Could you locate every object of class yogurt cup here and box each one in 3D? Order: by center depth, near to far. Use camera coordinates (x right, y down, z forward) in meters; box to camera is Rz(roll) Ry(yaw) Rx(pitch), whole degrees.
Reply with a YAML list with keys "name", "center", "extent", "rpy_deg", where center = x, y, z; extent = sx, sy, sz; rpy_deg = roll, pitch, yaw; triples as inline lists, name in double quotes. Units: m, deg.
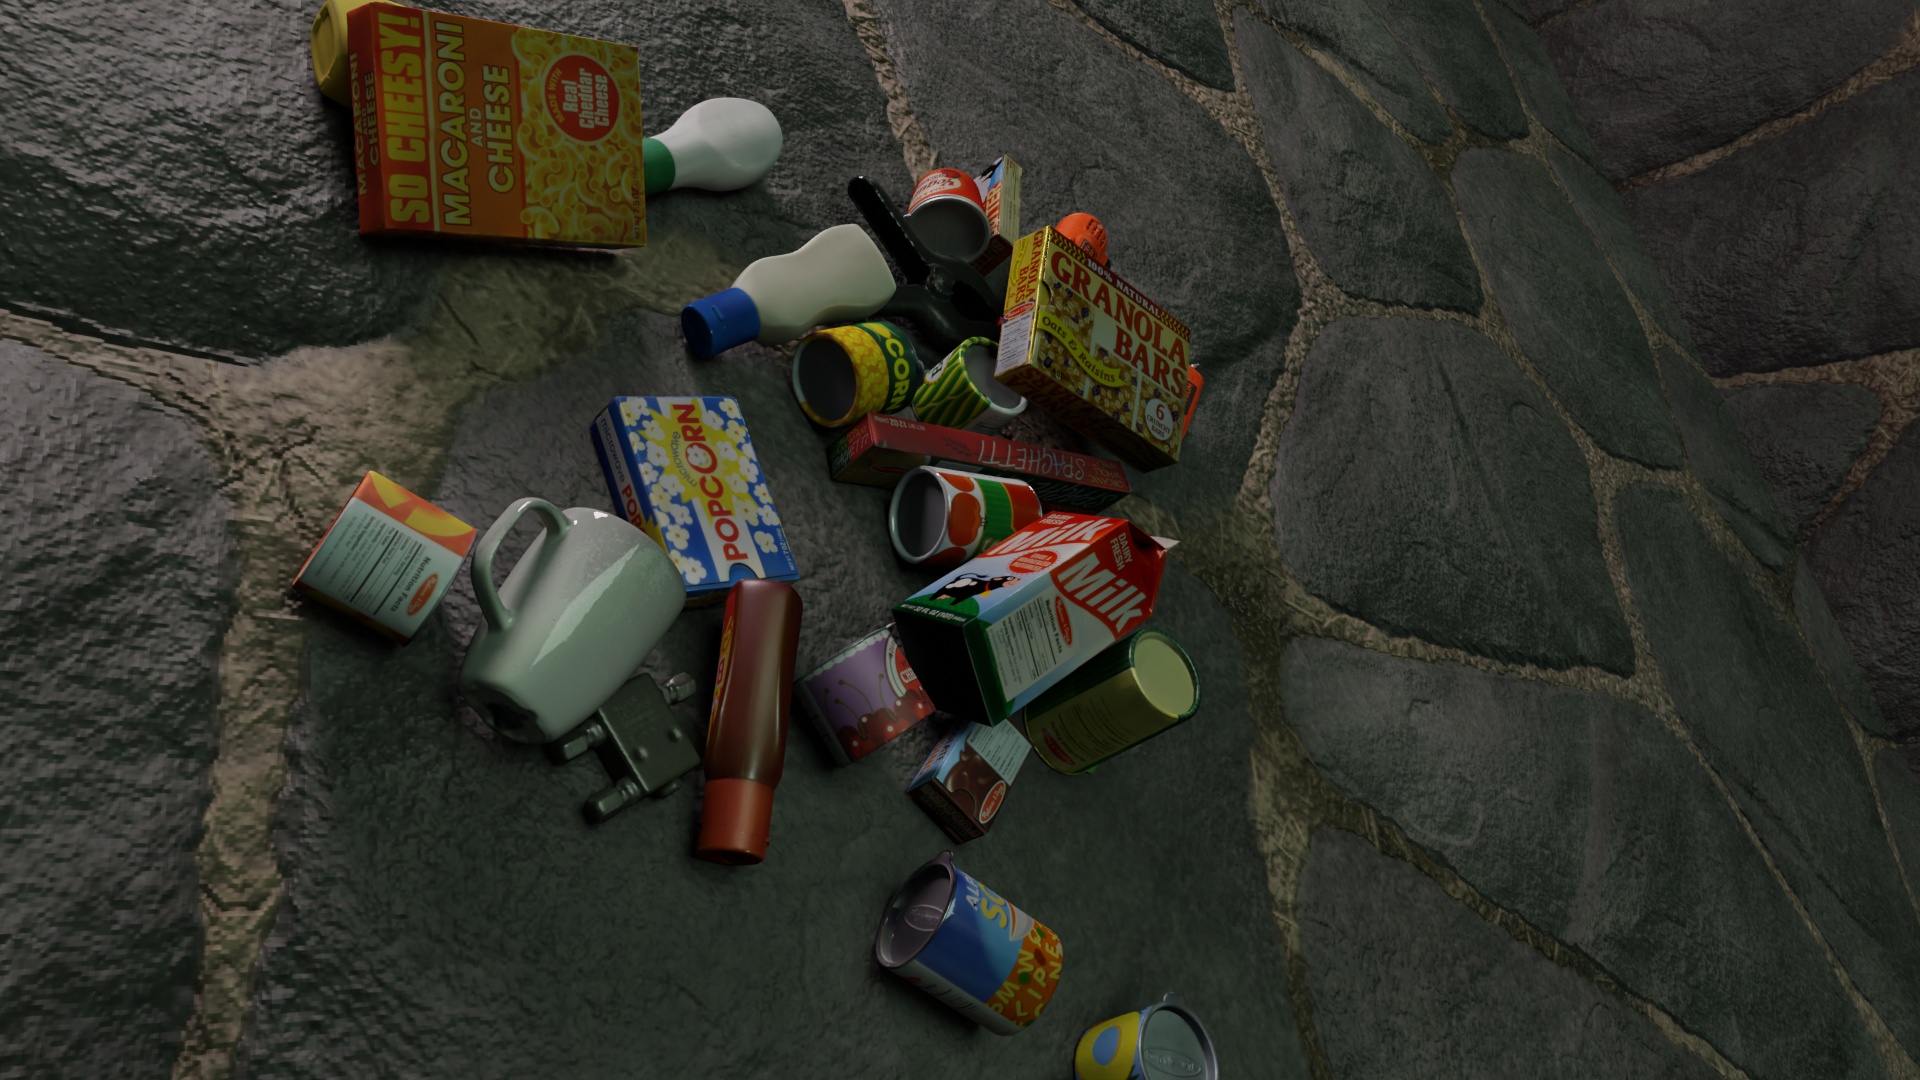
- name: "yogurt cup"
  center: [-0.011, -0.256, 1.096]
  extent: [0.072, 0.072, 0.054]
  rpy_deg: [28, 39, -27]

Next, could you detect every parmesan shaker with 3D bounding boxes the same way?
- name: "parmesan shaker"
  center: [0.102, 0.109, 0.919]
  extent: [0.071, 0.102, 0.071]
  rpy_deg: [24, 49, -31]

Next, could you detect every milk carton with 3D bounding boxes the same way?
- name: "milk carton"
  center: [0.056, 0.037, 0.896]
  extent: [0.191, 0.072, 0.073]
  rpy_deg: [-30, 114, -33]

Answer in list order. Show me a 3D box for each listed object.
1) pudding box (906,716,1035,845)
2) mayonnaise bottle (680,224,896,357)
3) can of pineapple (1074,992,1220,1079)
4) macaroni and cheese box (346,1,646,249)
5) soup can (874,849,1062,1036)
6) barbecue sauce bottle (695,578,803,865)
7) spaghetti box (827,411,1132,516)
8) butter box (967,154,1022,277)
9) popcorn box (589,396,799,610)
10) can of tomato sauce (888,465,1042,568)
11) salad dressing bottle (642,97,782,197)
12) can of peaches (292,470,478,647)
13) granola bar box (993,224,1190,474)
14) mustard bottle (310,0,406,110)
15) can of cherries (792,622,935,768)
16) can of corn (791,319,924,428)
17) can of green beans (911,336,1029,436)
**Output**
- name: "pudding box"
  center: [0.007, 0.141, 0.863]
  extent: [0.049, 0.030, 0.084]
  rpy_deg: [47, 41, -10]
- name: "mayonnaise bottle"
  center: [-0.115, -0.163, 0.926]
  extent: [0.149, 0.041, 0.065]
  rpy_deg: [-29, 85, -35]
- name: "can of pineapple"
  center: [0.110, 0.311, 0.822]
  extent: [0.071, 0.057, 0.071]
  rpy_deg: [24, 49, -31]
- name: "macaroni and cheese box"
  center: [-0.268, -0.237, 0.817]
  extent: [0.167, 0.040, 0.123]
  rpy_deg: [-8, 99, -45]
- name: "soup can"
  center: [0.007, 0.225, 0.775]
  extent: [0.083, 0.071, 0.072]
  rpy_deg: [37, 43, -19]
- name: "barbecue sauce bottle"
  center: [-0.115, 0.099, 0.756]
  extent: [0.044, 0.064, 0.149]
  rpy_deg: [7, 63, -6]
- name: "spaghetti box"
  center: [0.020, -0.050, 0.992]
  extent: [0.250, 0.050, 0.029]
  rpy_deg: [7, 60, -41]
- name: "butter box"
  center: [0.024, -0.265, 1.142]
  extent: [0.024, 0.053, 0.104]
  rpy_deg: [30, 47, -30]
- name: "popcorn box"
  center: [-0.156, -0.023, 0.816]
  extent: [0.085, 0.038, 0.127]
  rpy_deg: [-4, 66, -46]
- name: "can of tomato sauce"
  center: [0.003, -0.012, 0.938]
  extent: [0.083, 0.071, 0.071]
  rpy_deg: [7, 59, -40]
- name: "salad dressing bottle"
  center: [-0.184, -0.265, 0.953]
  extent: [0.064, 0.043, 0.148]
  rpy_deg: [55, 42, -2]
- name: "can of peaches"
  center: [-0.274, 0.008, 0.664]
  extent: [0.058, 0.071, 0.071]
  rpy_deg: [33, 45, -22]
- name: "granola bar box"
  center: [0.104, -0.141, 1.041]
  extent: [0.165, 0.039, 0.125]
  rpy_deg: [28, 58, -35]
- name: "mustard bottle"
  center: [-0.305, -0.283, 0.846]
  extent: [0.160, 0.048, 0.065]
  rpy_deg: [-1, 68, -44]
- name: "can of cherries"
  center: [-0.054, 0.090, 0.809]
  extent: [0.072, 0.071, 0.058]
  rpy_deg: [-26, 83, -49]
- name: "can of corn"
  center: [-0.069, -0.112, 0.935]
  extent: [0.058, 0.071, 0.071]
  rpy_deg: [-21, 79, -48]
- name: "can of green beans"
  center: [0.007, -0.106, 1.013]
  extent: [0.071, 0.057, 0.071]
  rpy_deg: [24, 49, -30]
